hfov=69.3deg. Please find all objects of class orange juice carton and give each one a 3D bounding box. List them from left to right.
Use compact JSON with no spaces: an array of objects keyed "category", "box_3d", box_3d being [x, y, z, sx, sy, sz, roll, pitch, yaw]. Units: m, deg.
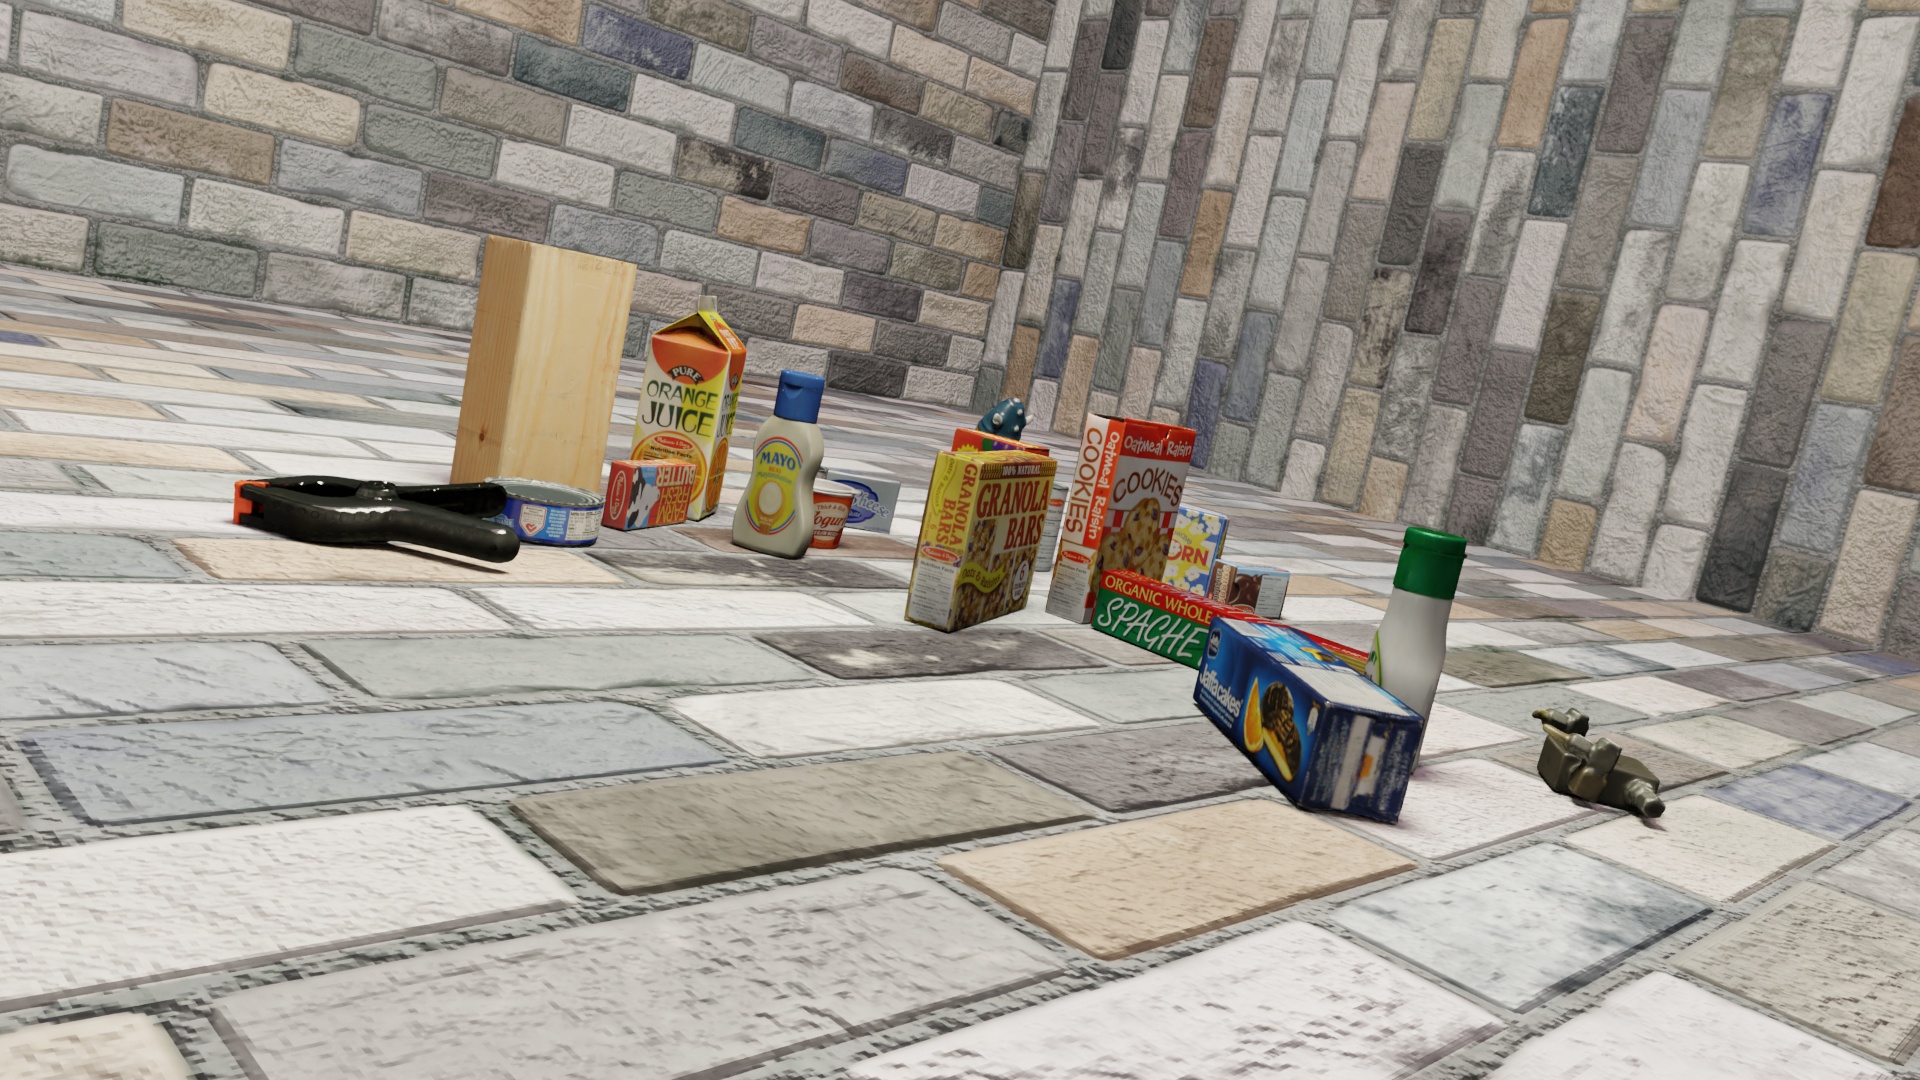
[{"category":"orange juice carton","box_3d":[-0.239,-0.120,1.221,0.073,0.192,0.072,12,8,1]}]

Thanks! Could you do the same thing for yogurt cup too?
[{"category":"yogurt cup","box_3d":[-0.129,-0.025,1.213,0.072,0.054,0.072,12,8,-2]}]

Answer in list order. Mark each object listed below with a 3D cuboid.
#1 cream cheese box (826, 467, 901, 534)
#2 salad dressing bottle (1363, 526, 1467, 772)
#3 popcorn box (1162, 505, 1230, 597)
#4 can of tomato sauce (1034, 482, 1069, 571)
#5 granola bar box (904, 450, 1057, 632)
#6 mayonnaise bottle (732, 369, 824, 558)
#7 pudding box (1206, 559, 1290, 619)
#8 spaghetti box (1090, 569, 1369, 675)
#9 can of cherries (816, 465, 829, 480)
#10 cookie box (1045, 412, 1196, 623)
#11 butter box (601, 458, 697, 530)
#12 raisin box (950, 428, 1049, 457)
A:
[{"category":"cream cheese box","box_3d":[-0.113,-0.041,1.344,0.104,0.053,0.024,9,8,-18]},{"category":"salad dressing bottle","box_3d":[0.274,0.066,0.851,0.044,0.147,0.064,13,8,8]},{"category":"popcorn box","box_3d":[0.195,0.003,1.376,0.127,0.085,0.038,15,8,19]},{"category":"can of tomato sauce","box_3d":[0.063,-0.018,1.339,0.071,0.083,0.071,12,8,-2]},{"category":"granola bar box","box_3d":[0.018,-0.004,1.041,0.039,0.124,0.166,15,9,20]},{"category":"mayonnaise bottle","box_3d":[-0.142,-0.063,1.127,0.065,0.147,0.041,14,8,14]},{"category":"pudding box","box_3d":[0.273,0.047,1.317,0.084,0.049,0.030,5,10,-39]},{"category":"spaghetti box","box_3d":[0.198,0.076,1.017,0.029,0.050,0.250,4,11,-45]},{"category":"can of cherries","box_3d":[-0.161,-0.044,1.281,0.071,0.058,0.071,12,8,-2]},{"category":"cookie box","box_3d":[0.135,-0.018,1.150,0.040,0.167,0.123,17,10,35]},{"category":"butter box","box_3d":[-0.253,-0.039,1.134,0.024,0.053,0.104,14,9,16]},{"category":"raisin box","box_3d":[0.025,-0.031,1.232,0.086,0.123,0.040,19,10,42]}]
